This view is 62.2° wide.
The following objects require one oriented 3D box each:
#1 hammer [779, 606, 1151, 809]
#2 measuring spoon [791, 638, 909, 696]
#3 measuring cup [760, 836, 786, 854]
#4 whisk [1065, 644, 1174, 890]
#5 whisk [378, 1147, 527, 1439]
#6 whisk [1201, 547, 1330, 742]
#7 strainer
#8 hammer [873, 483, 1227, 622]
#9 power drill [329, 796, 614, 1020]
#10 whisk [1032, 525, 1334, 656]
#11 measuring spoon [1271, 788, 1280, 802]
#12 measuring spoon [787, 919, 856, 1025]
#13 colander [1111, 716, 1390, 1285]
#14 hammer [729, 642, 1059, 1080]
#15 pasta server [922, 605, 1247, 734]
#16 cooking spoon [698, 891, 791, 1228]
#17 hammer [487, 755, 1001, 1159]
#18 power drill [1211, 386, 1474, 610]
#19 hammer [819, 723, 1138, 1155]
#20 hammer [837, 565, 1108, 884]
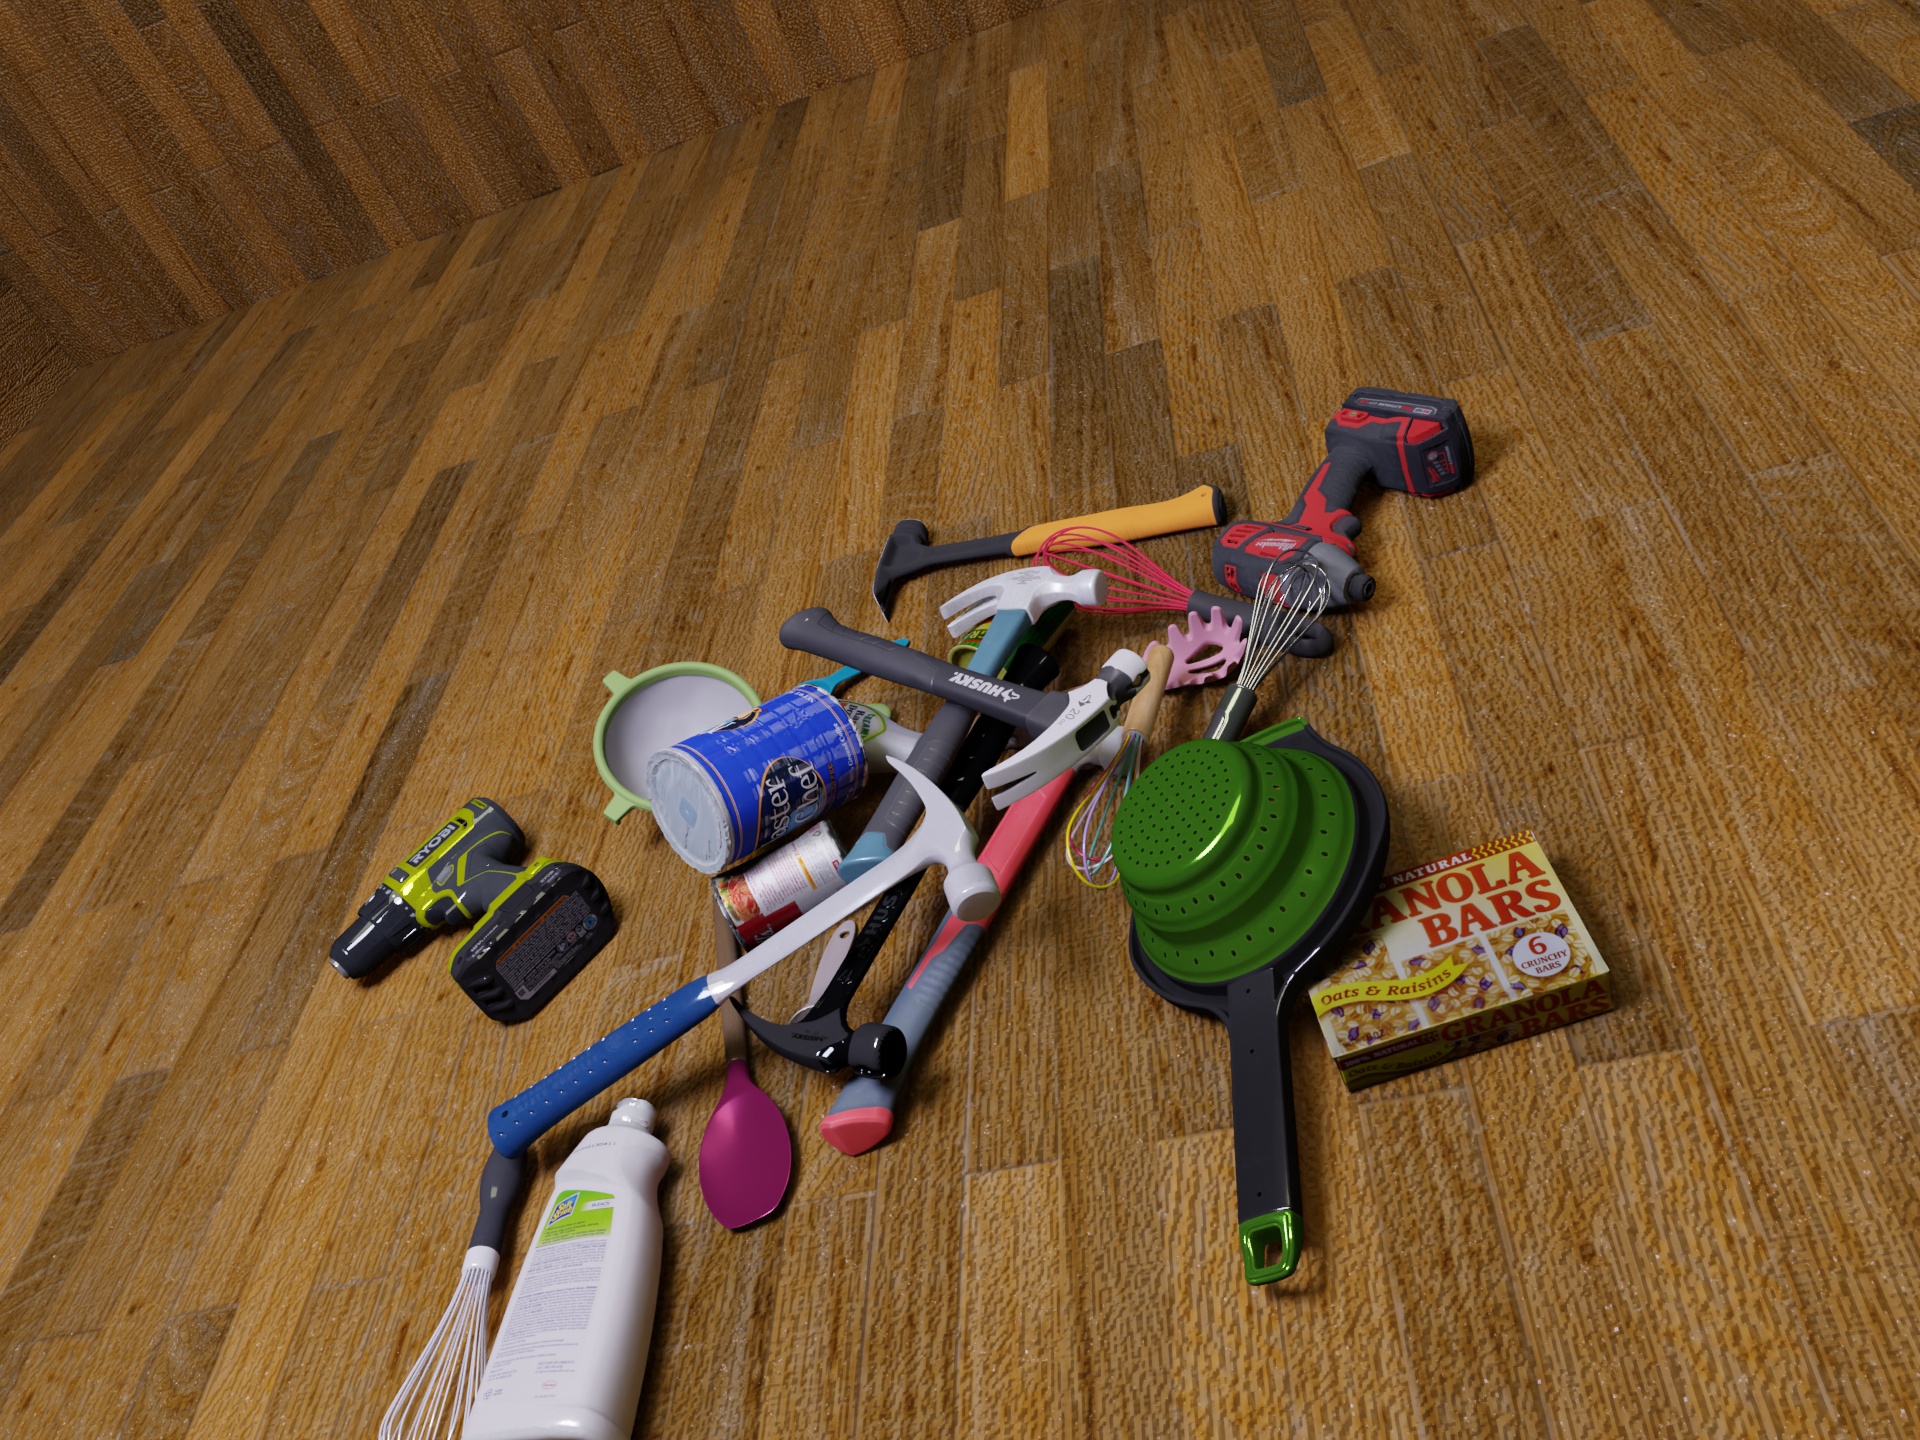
[{"bbox_3d":[-0.026,-0.031,1.208,0.335,0.035,0.146,20,56,43],"label":"hammer"},{"bbox_3d":[-0.098,-0.037,1.446,0.128,0.021,0.042,-30,37,-21],"label":"measuring spoon"},{"bbox_3d":[-0.160,0.071,1.300,0.062,0.029,0.157,-14,56,-7],"label":"measuring cup"},{"bbox_3d":[0.122,0.026,1.169,0.047,0.051,0.245,20,47,4],"label":"whisk"},{"bbox_3d":[-0.321,0.385,1.043,0.070,0.070,0.285,-18,33,11],"label":"whisk"},{"bbox_3d":[0.216,-0.027,1.198,0.058,0.059,0.246,-8,48,61],"label":"whisk"},{"bbox_3d":[-0.187,0.022,1.392,0.256,0.069,0.152,-6,58,-4],"label":"strainer"},{"bbox_3d":[0.079,-0.166,1.476,0.337,0.034,0.127,-8,40,22],"label":"hammer"},{"bbox_3d":[-0.415,0.166,1.336,0.229,0.080,0.190,16,53,44],"label":"power drill"},{"bbox_3d":[0.180,-0.103,1.329,0.296,0.073,0.073,22,58,36],"label":"whisk"},{"bbox_3d":[0.215,0.059,1.151,0.021,0.011,0.117,21,57,44],"label":"measuring spoon"},{"bbox_3d":[-0.096,0.195,1.172,0.034,0.018,0.124,-9,34,22],"label":"measuring spoon"},{"bbox_3d":[0.160,0.139,0.977,0.204,0.094,0.397,-30,37,33],"label":"colander"},{"bbox_3d":[-0.025,0.087,1.180,0.149,0.036,0.409,0,44,35],"label":"hammer"},{"bbox_3d":[0.082,-0.019,1.299,0.316,0.040,0.060,-17,60,14],"label":"pasta server"},{"bbox_3d":[-0.164,0.232,1.159,0.069,0.017,0.319,-26,38,6],"label":"cooking spoon"},{"bbox_3d":[-0.161,0.175,1.093,0.405,0.035,0.144,-34,45,10],"label":"hammer"},{"bbox_3d":[0.324,-0.176,1.317,0.143,0.078,0.220,23,61,45],"label":"power drill"},{"bbox_3d":[-0.006,0.141,1.160,0.143,0.038,0.386,5,47,35],"label":"hammer"},{"bbox_3d":[-0.002,-0.004,1.218,0.128,0.033,0.331,3,45,33],"label":"hammer"}]
